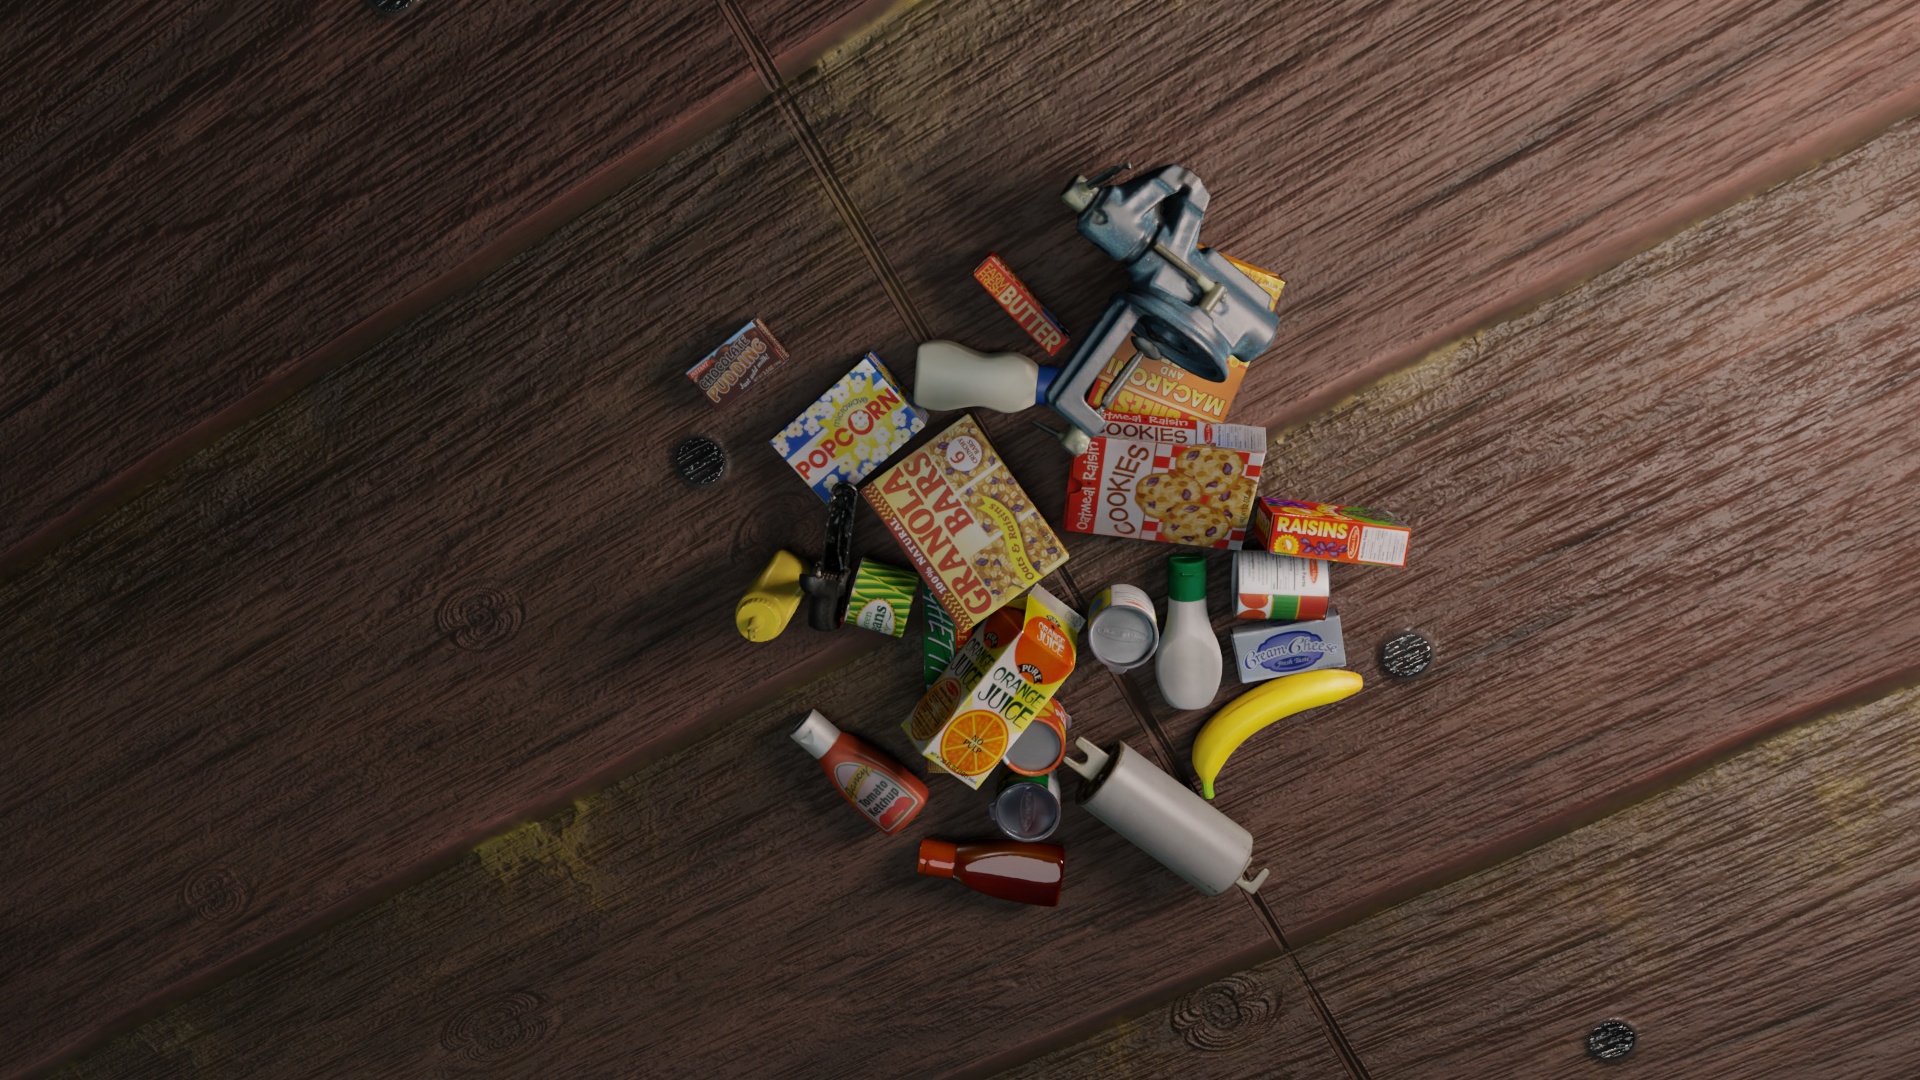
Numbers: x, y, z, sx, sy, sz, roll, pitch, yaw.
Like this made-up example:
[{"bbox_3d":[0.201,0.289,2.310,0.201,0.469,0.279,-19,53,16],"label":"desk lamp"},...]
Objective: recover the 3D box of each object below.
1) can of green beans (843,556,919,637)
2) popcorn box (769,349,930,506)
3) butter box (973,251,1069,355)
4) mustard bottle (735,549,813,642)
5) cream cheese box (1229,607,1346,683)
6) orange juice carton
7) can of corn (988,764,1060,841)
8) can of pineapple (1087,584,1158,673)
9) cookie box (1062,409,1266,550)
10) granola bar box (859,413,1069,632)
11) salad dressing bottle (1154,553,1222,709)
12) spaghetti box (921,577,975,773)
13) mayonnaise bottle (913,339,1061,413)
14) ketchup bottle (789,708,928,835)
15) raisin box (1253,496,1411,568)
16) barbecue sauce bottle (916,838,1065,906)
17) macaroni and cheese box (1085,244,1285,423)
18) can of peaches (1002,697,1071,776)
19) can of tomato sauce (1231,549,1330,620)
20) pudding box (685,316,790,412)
[{"bbox_3d":[-0.075,0.055,1.333,0.058,0.071,0.071,16,109,-1],"label":"can of green beans"},{"bbox_3d":[-0.104,-0.104,1.298,0.126,0.038,0.085,-39,101,15],"label":"popcorn box"},{"bbox_3d":[0.055,-0.212,1.240,0.024,0.053,0.103,-43,100,15],"label":"butter box"},{"bbox_3d":[-0.178,0.058,1.294,0.049,0.161,0.065,31,107,-4],"label":"mustard bottle"},{"bbox_3d":[0.315,0.102,1.337,0.104,0.024,0.053,-11,107,9],"label":"cream cheese box"},{"bbox_3d":[0.037,0.133,1.324,0.071,0.073,0.192,38,91,-26],"label":"orange juice carton"},{"bbox_3d":[0.065,0.258,1.393,0.071,0.058,0.071,2,109,5],"label":"can of corn"},{"bbox_3d":[0.154,0.083,1.327,0.071,0.058,0.070,2,109,5],"label":"can of pineapple"},{"bbox_3d":[0.182,-0.054,1.261,0.167,0.040,0.122,7,136,4],"label":"cookie box"},{"bbox_3d":[0.005,-0.016,1.292,0.124,0.039,0.165,-35,91,5],"label":"granola bar box"},{"bbox_3d":[0.218,0.087,1.331,0.064,0.044,0.147,-1,107,7],"label":"salad dressing bottle"},{"bbox_3d":[-0.010,0.112,1.366,0.050,0.029,0.249,1,108,5],"label":"spaghetti box"},{"bbox_3d":[0.033,-0.146,1.271,0.148,0.041,0.064,6,106,2],"label":"mayonnaise bottle"},{"bbox_3d":[-0.105,0.231,1.407,0.149,0.044,0.064,42,107,-8],"label":"ketchup bottle"},{"bbox_3d":[0.336,-0.008,1.266,0.123,0.086,0.040,7,103,2],"label":"raisin box"},{"bbox_3d":[0.031,0.336,1.430,0.148,0.044,0.064,8,109,3],"label":"barbecue sauce bottle"},{"bbox_3d":[0.198,-0.179,1.246,0.124,0.040,0.165,21,109,-1],"label":"macaroni and cheese box"},{"bbox_3d":[0.074,0.191,1.370,0.071,0.058,0.071,2,108,5],"label":"can of peaches"},{"bbox_3d":[0.298,0.042,1.298,0.083,0.071,0.071,1,109,5],"label":"can of tomato sauce"},{"bbox_3d":[-0.207,-0.164,1.291,0.083,0.030,0.049,-34,101,14],"label":"pudding box"}]
